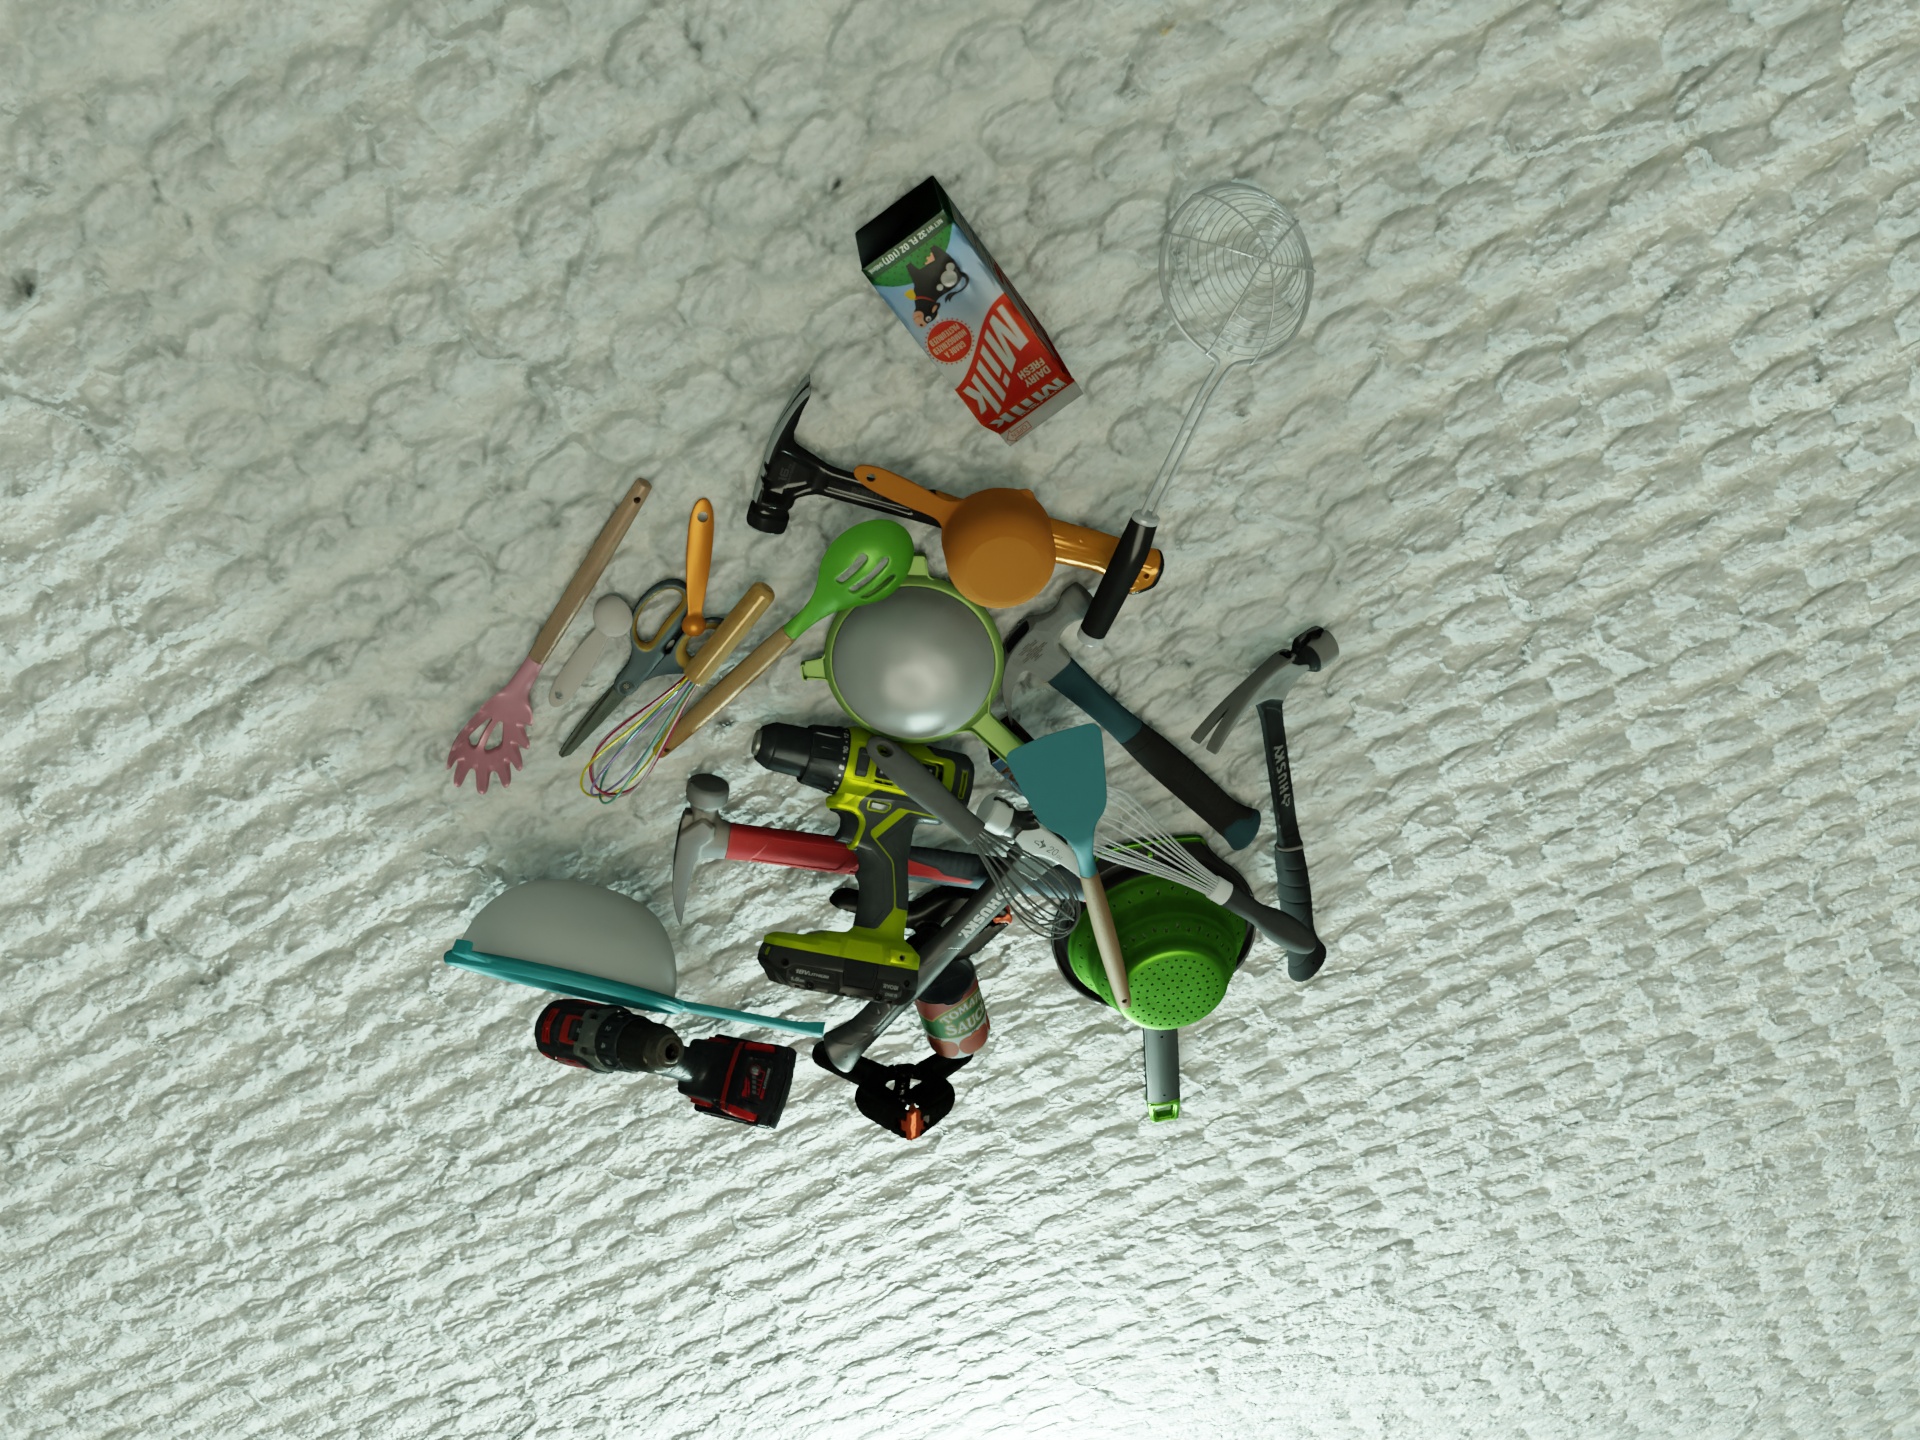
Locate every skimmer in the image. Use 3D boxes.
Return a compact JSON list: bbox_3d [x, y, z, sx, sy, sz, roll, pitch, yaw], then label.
[{"bbox_3d":[0.157,-0.220,1.211,0.127,0.090,0.363,6,129,-22],"label":"skimmer"}]

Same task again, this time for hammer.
[{"bbox_3d":[0.160,0.017,1.407,0.128,0.033,0.330,-40,121,19],"label":"hammer"},{"bbox_3d":[0.009,-0.166,1.254,0.336,0.034,0.127,14,124,-17],"label":"hammer"},{"bbox_3d":[0.299,0.106,1.466,0.149,0.036,0.408,-34,133,-19],"label":"hammer"},{"bbox_3d":[-0.066,0.141,1.449,0.386,0.038,0.143,9,115,-13],"label":"hammer"},{"bbox_3d":[-0.014,0.213,1.459,0.146,0.035,0.334,31,115,-24],"label":"hammer"}]

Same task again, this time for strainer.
[{"bbox_3d":[-0.279,0.208,1.420,0.340,0.095,0.211,14,165,-12],"label":"strainer"},{"bbox_3d":[-0.002,-0.004,1.310,0.256,0.069,0.151,42,109,-13],"label":"strainer"}]

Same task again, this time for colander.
[{"bbox_3d":[0.203,0.293,1.576,0.204,0.095,0.396,-9,126,-1],"label":"colander"}]

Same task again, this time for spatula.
[{"bbox_3d":[0.115,0.142,1.392,0.082,0.044,0.317,-19,129,-3],"label":"spatula"}]

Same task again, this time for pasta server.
[{"bbox_3d":[-0.328,-0.065,1.280,0.060,0.040,0.316,22,120,-31],"label":"pasta server"}]

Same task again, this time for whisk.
[{"bbox_3d":[0.010,0.097,1.340,0.239,0.055,0.055,42,113,-5],"label":"whisk"},{"bbox_3d":[-0.233,-0.020,1.302,0.047,0.051,0.245,34,110,-23],"label":"whisk"},{"bbox_3d":[0.211,0.139,1.452,0.284,0.070,0.070,31,117,-11],"label":"whisk"}]

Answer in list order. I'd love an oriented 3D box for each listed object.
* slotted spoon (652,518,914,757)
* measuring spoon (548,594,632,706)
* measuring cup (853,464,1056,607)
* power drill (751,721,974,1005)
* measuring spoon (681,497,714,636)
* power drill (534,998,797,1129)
[{"bbox_3d":[-0.153,-0.056,1.296,0.070,0.031,0.313,31,125,-33],"label":"slotted spoon"},{"bbox_3d":[-0.308,-0.052,1.298,0.034,0.018,0.124,41,118,2],"label":"measuring spoon"},{"bbox_3d":[-0.004,-0.145,1.212,0.173,0.052,0.095,23,122,-25],"label":"measuring cup"},{"bbox_3d":[-0.100,0.117,1.359,0.190,0.080,0.228,13,81,-17],"label":"power drill"},{"bbox_3d":[-0.207,-0.119,1.260,0.021,0.011,0.116,-1,116,-22],"label":"measuring spoon"},{"bbox_3d":[-0.258,0.313,1.467,0.188,0.080,0.226,-3,156,45],"label":"power drill"}]
